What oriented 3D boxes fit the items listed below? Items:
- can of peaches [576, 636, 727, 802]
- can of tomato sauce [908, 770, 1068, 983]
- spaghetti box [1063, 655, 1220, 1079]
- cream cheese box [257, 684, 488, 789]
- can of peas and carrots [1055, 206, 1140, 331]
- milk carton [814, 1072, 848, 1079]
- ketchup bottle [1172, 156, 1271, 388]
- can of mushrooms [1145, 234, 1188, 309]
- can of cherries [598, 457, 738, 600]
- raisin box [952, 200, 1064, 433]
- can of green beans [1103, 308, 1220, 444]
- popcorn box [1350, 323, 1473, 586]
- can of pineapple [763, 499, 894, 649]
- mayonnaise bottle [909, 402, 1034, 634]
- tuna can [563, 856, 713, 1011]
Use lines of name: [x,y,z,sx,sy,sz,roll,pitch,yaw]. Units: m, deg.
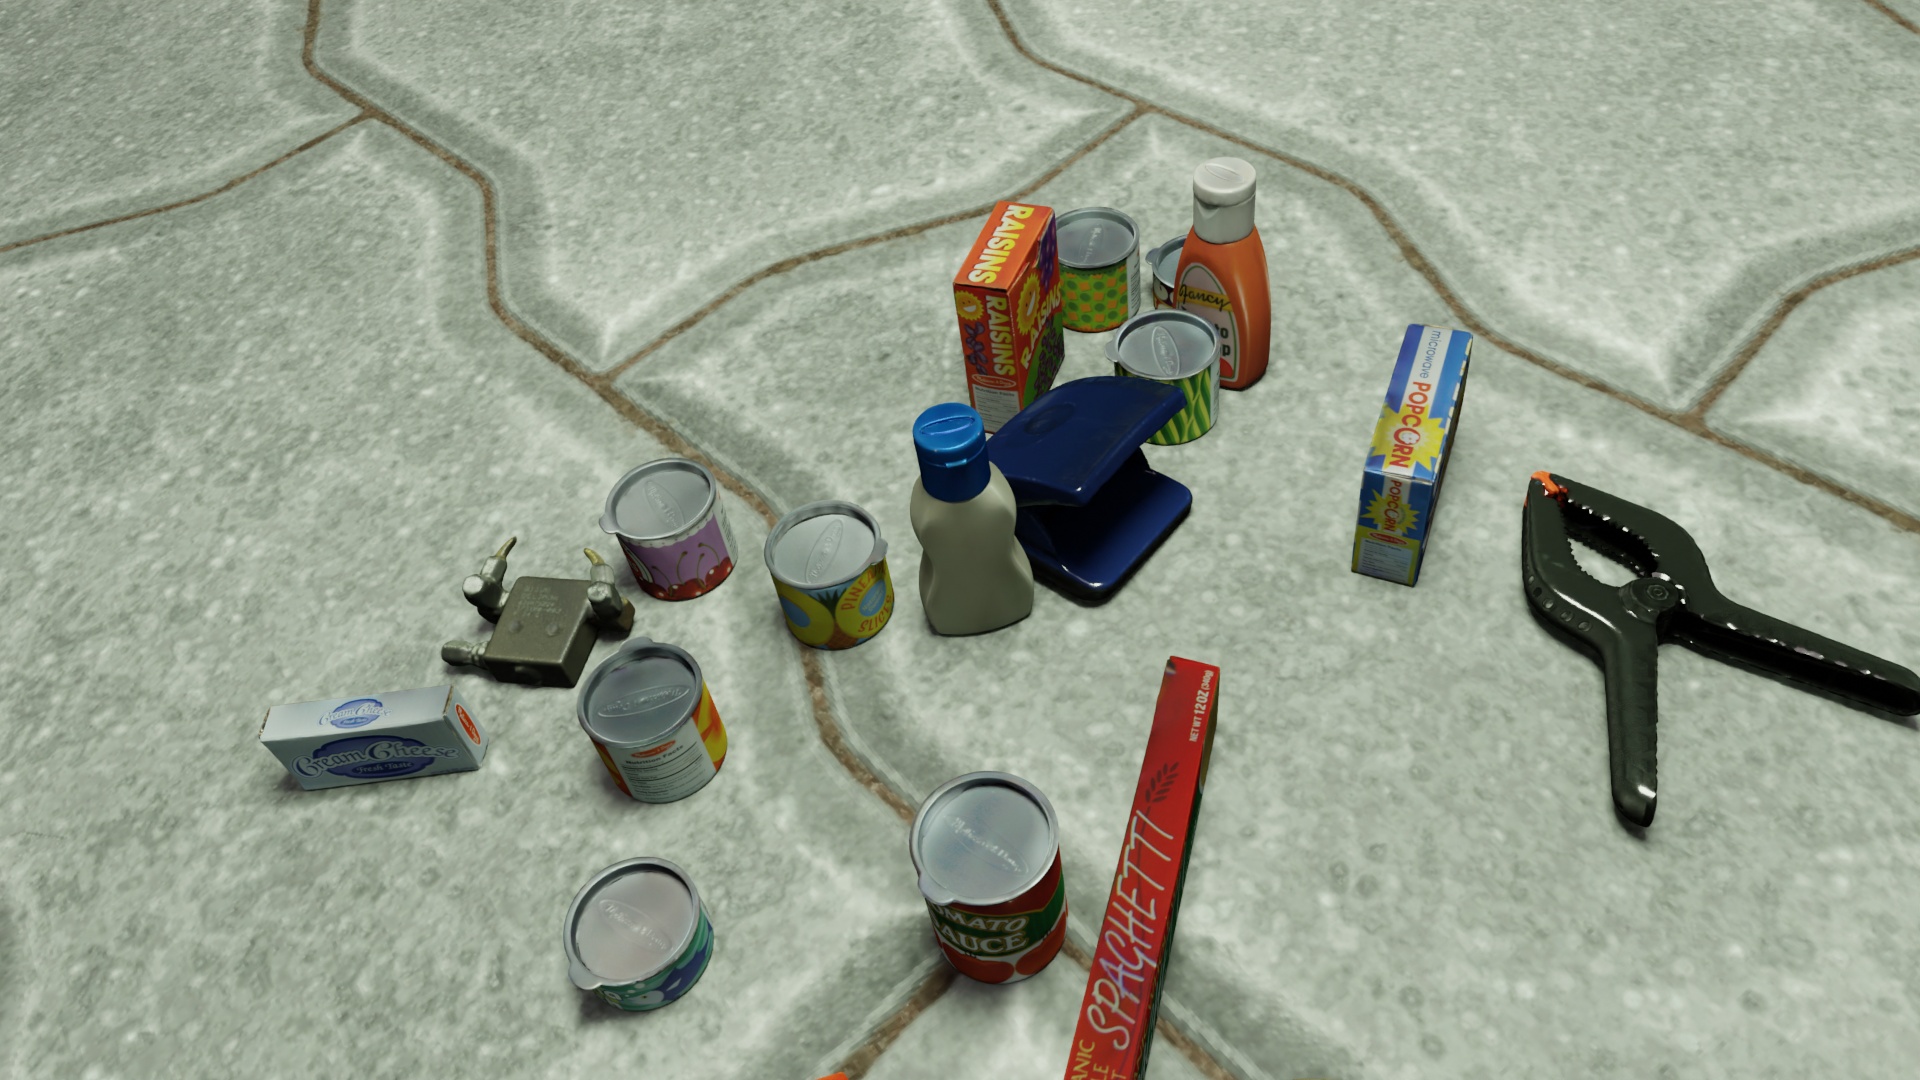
can of peaches: [-0.163,0.095,0.739,0.071,0.057,0.071,-4,48,5]
can of tomato sauce: [0.014,0.158,0.639,0.071,0.082,0.071,-4,48,5]
spaghetti box: [0.085,0.168,0.641,0.029,0.050,0.251,8,50,16]
cream cheese box: [-0.317,0.108,0.755,0.104,0.053,0.024,-7,48,3]
can of peas and carrots: [0.088,-0.185,0.951,0.071,0.058,0.071,-4,48,5]
milk carton: [-0.042,0.255,0.488,0.074,0.189,0.072,-33,52,-19]
ketchup bottle: [0.163,-0.165,0.861,0.065,0.148,0.044,32,60,32]
can of mushrooms: [0.162,-0.179,0.950,0.071,0.033,0.071,-4,48,5]
can of cherries: [-0.174,-0.006,0.831,0.071,0.058,0.072,-4,48,5]
raisin box: [0.033,-0.138,0.873,0.040,0.122,0.086,12,52,19]
can of green beans: [0.129,-0.102,0.871,0.071,0.057,0.071,-4,48,5]
popcorn box: [0.256,-0.050,0.786,0.038,0.084,0.127,13,52,20]
can of pineapple: [-0.072,0.021,0.792,0.071,0.057,0.071,-4,48,5]
mayonnaise bottle: [0.003,-0.009,0.747,0.065,0.147,0.041,-12,48,-2]
tuna can: [-0.156,0.191,0.669,0.071,0.032,0.071,-4,48,5]
